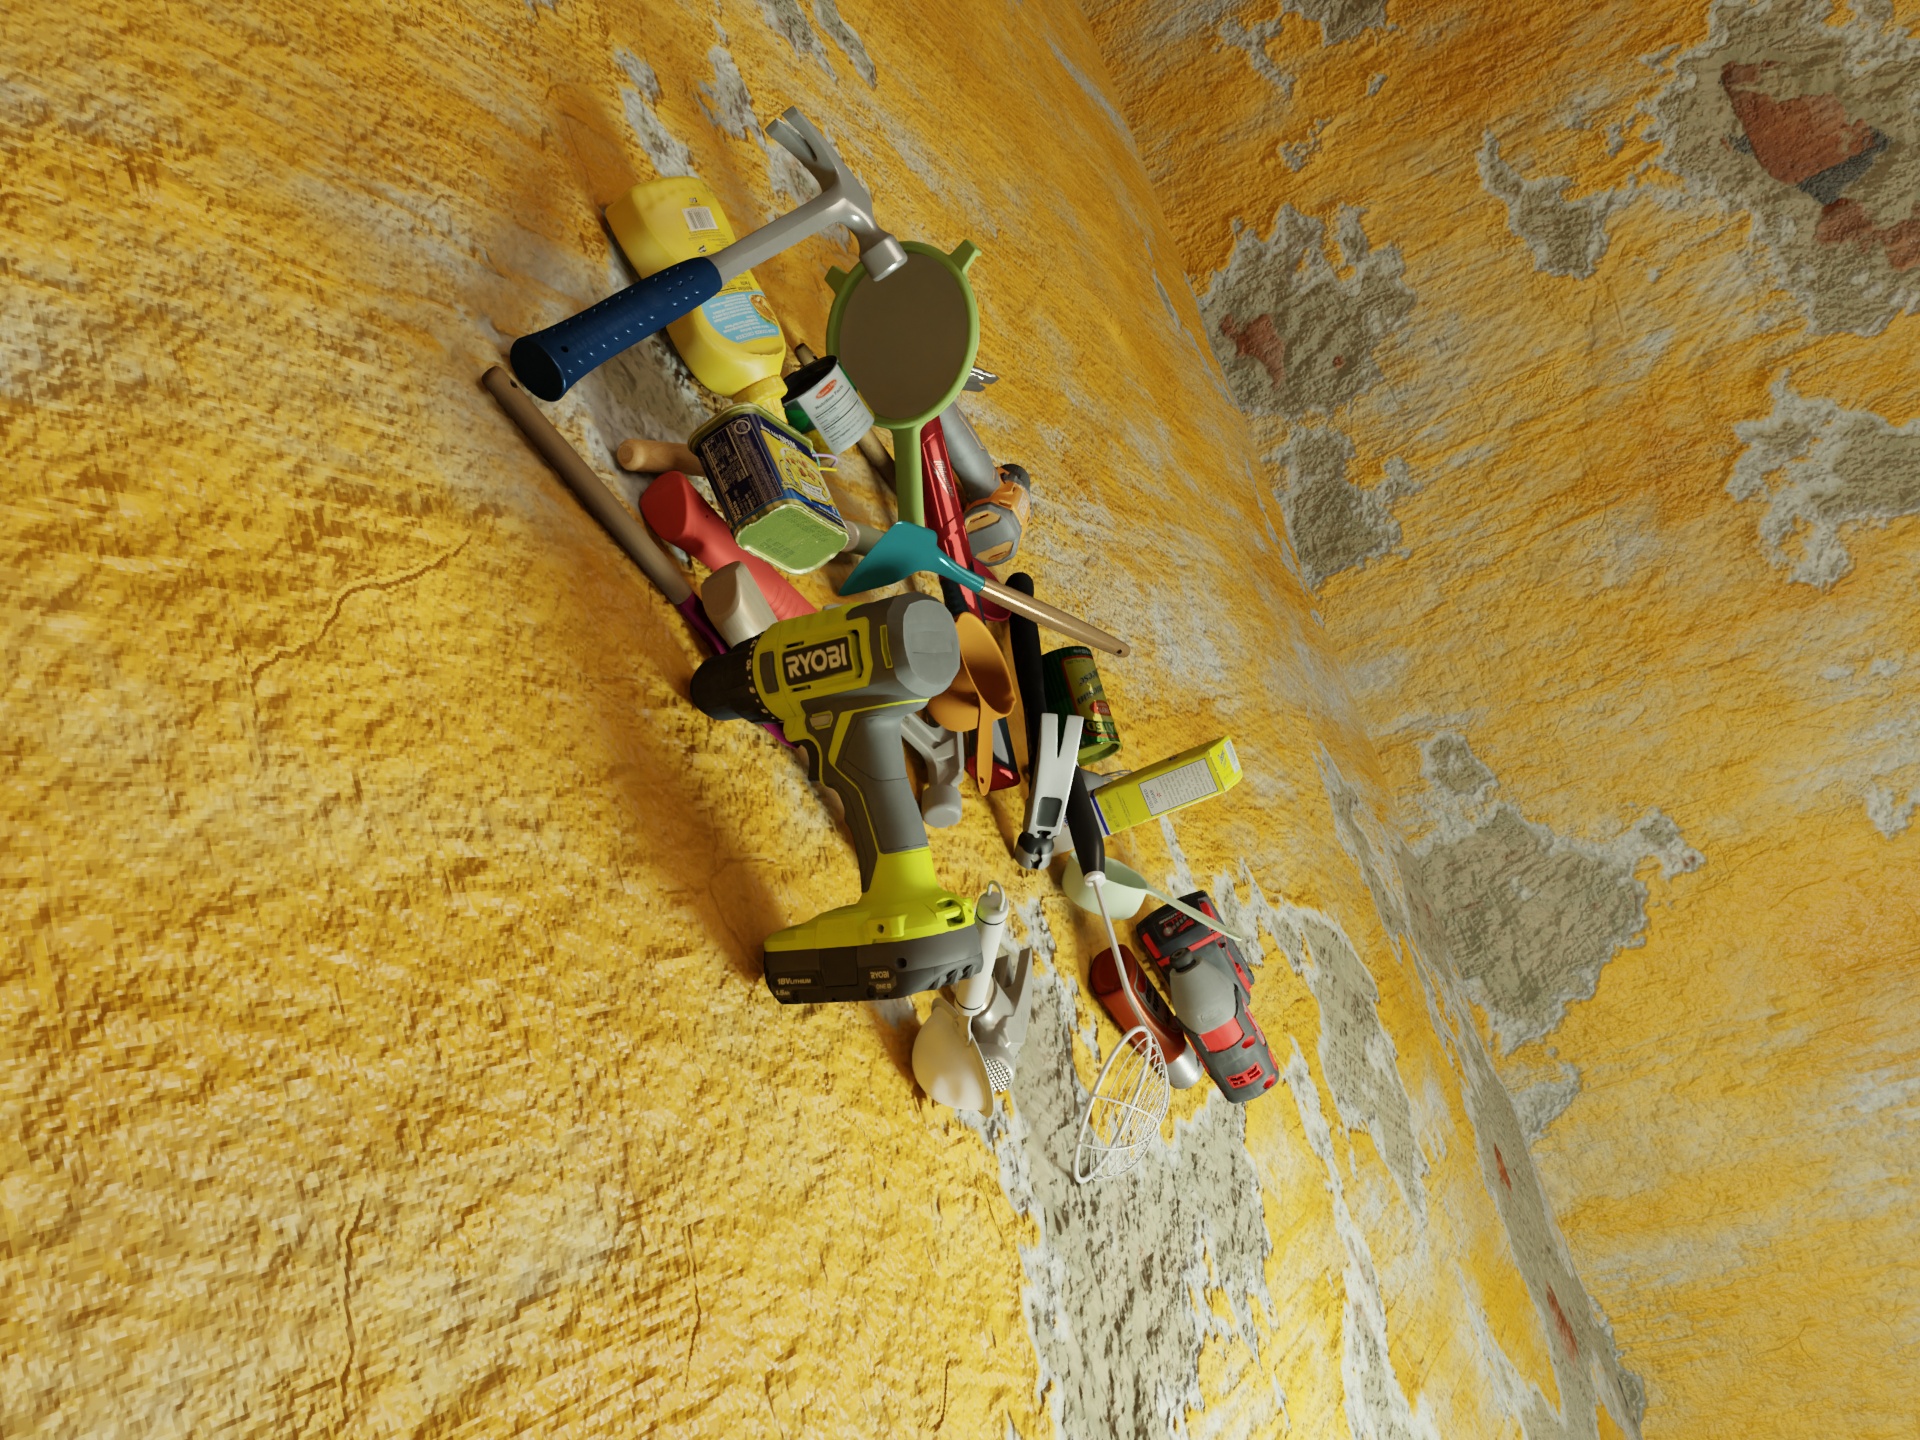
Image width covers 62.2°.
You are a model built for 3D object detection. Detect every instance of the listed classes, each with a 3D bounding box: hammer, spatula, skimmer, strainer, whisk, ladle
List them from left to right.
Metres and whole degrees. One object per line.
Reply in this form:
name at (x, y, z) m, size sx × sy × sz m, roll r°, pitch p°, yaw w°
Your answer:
hammer at (-0.173, -0.319, 1.109) m, size 0.144 × 0.035 × 0.406 m, roll 55°, pitch 40°, yaw -13°
whisk at (-0.165, -0.182, 1.136) m, size 0.047 × 0.051 × 0.245 m, roll 36°, pitch 20°, yaw 19°
hammer at (-0.101, -0.065, 1.159) m, size 0.358 × 0.036 × 0.149 m, roll 45°, pitch 31°, yaw -43°
whisk at (-0.093, -0.143, 1.238) m, size 0.058 × 0.059 × 0.246 m, roll 55°, pitch 15°, yaw 10°
hammer at (-0.057, 0.065, 1.109) m, size 0.410 × 0.038 × 0.146 m, roll 60°, pitch 22°, yaw -21°
ladle at (-0.051, -0.206, 1.420) m, size 0.315 × 0.031 × 0.069 m, roll 52°, pitch 29°, yaw -26°
strainer at (-0.031, -0.261, 1.315) m, size 0.069 × 0.151 × 0.256 m, roll -9°, pitch 97°, yaw -56°
strainer at (0.002, 0.182, 1.014) m, size 0.087 × 0.050 × 0.258 m, roll 54°, pitch -31°, yaw 34°
hammer at (0.008, -0.131, 1.381) m, size 0.143 × 0.038 × 0.386 m, roll -5°, pitch 78°, yaw -38°
spatula at (0.036, -0.097, 1.336) m, size 0.317 × 0.082 × 0.044 m, roll 20°, pitch 34°, yaw -38°
hammer at (0.065, -0.032, 1.432) m, size 0.335 × 0.035 × 0.146 m, roll -94°, pitch -168°, yaw -51°
skimmer at (0.096, 0.191, 1.303) m, size 0.127 × 0.090 × 0.364 m, roll 67°, pitch 8°, yaw -56°
whisk at (0.129, 0.064, 1.538) m, size 0.238 × 0.055 × 0.055 m, roll 17°, pitch 53°, yaw -56°

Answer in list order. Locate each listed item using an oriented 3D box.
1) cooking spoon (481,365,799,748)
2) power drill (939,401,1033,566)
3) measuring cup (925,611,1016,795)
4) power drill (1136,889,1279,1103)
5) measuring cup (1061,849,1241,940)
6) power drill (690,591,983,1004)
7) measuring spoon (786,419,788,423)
cooking spoon at (-0.192, -0.097, 1.011) m, size 0.318 × 0.017 × 0.069 m, roll 52°, pitch 27°, yaw -32°
power drill at (0.006, -0.279, 1.555) m, size 0.226 × 0.084 × 0.185 m, roll 63°, pitch 20°, yaw -19°
measuring cup at (-0.002, -0.004, 1.214) m, size 0.095 × 0.052 × 0.174 m, roll 48°, pitch 30°, yaw -39°
power drill at (0.223, 0.242, 1.450) m, size 0.143 × 0.078 × 0.220 m, roll 59°, pitch 7°, yaw -10°
measuring cup at (0.166, 0.168, 1.408) m, size 0.167 × 0.038 × 0.083 m, roll 26°, pitch 12°, yaw 12°
power drill at (-0.077, 0.048, 0.950) m, size 0.080 × 0.190 × 0.228 m, roll -6°, pitch 86°, yaw -52°
measuring spoon at (-0.159, -0.261, 1.228) m, size 0.021 × 0.011 × 0.117 m, roll 3°, pitch 46°, yaw -36°
